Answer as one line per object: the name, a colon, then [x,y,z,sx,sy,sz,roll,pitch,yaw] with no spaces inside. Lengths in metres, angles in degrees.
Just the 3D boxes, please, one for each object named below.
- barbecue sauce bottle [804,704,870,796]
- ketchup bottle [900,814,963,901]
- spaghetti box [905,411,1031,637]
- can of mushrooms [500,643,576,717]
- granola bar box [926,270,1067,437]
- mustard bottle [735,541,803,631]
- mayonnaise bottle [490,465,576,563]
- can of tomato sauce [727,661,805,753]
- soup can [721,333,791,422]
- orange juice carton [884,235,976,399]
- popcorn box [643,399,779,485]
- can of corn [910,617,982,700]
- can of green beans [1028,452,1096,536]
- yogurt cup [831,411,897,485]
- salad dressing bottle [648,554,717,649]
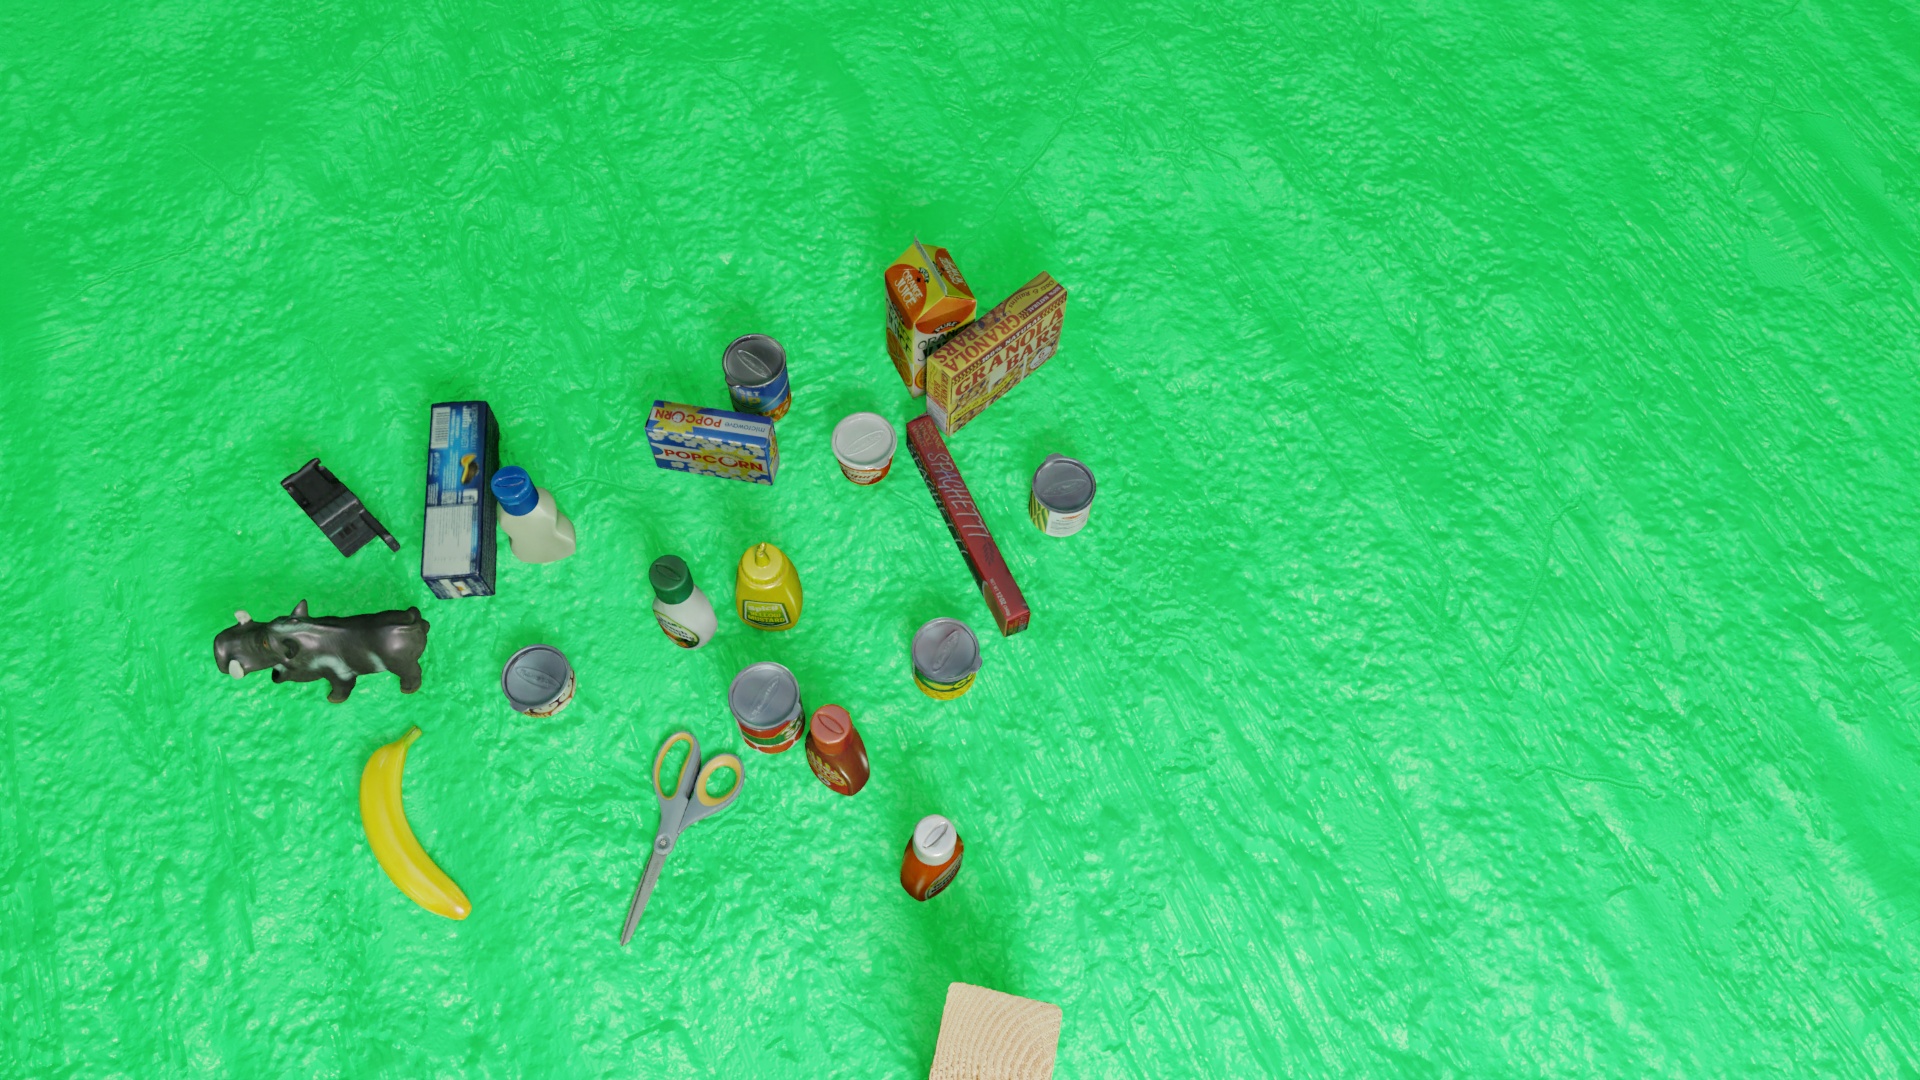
barbecue sauce bottle: [-0.114,0.189,1.270,0.065,0.148,0.044,36,69,14]
ketchup bottle: [-0.025,0.277,1.231,0.043,0.148,0.065,41,70,15]
spaghetti box: [0.005,-0.018,1.427,0.029,0.050,0.251,-22,67,-12]
can of mushrooms: [-0.409,0.138,1.346,0.071,0.033,0.071,1,65,-2]
granola bar box: [0.038,-0.196,1.472,0.166,0.123,0.039,-39,72,-18]
mustard bottle: [-0.187,0.040,1.331,0.065,0.159,0.049,4,65,0]
mayonnaise bottle: [-0.421,-0.024,1.359,0.065,0.147,0.041,-9,66,-6]
can of tomato sauce: [-0.180,0.160,1.317,0.071,0.082,0.071,1,65,-2]
soup can: [-0.216,-0.168,1.471,0.071,0.083,0.071,1,65,-2]
orange juice carton: [-0.032,-0.235,1.450,0.073,0.191,0.072,-23,68,-12]
popcorn box: [-0.254,-0.100,1.437,0.127,0.085,0.038,9,65,2]
can of corn: [-0.013,0.118,1.357,0.071,0.058,0.071,1,65,-2]
can of green beans: [0.105,-0.045,1.439,0.071,0.057,0.071,1,65,-2]
yogurt cup: [-0.100,-0.094,1.457,0.072,0.053,0.072,1,65,-2]
salad dressing bottle: [-0.268,0.058,1.326,0.064,0.147,0.044,29,67,11]
